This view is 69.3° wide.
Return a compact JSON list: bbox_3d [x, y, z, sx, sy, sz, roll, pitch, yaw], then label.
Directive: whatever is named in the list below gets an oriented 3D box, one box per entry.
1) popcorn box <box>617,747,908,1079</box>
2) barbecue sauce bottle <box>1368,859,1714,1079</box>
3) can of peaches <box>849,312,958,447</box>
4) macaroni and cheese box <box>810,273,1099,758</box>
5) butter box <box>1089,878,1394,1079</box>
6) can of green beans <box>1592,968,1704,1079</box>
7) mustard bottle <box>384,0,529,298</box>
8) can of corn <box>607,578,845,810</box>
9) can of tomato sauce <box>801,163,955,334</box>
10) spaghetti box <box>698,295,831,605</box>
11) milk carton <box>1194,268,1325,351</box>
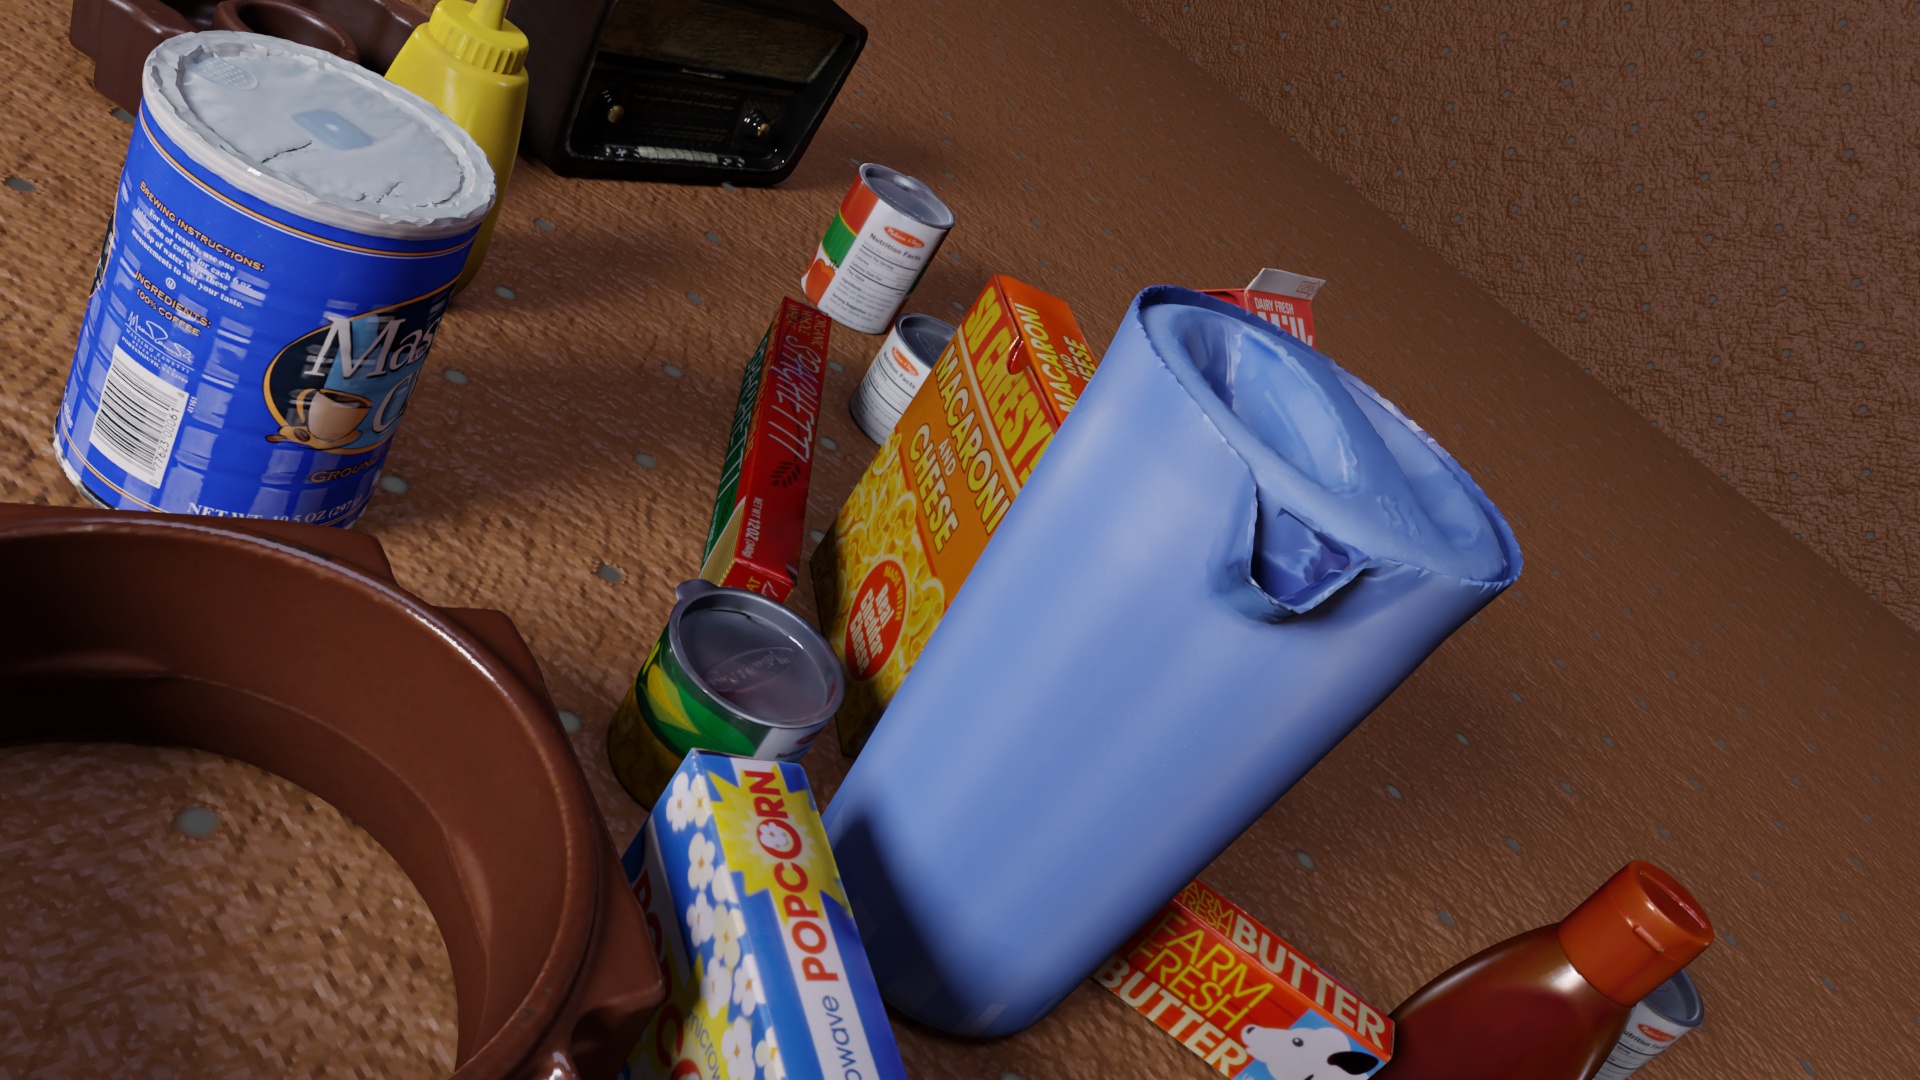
[{"bbox_3d":[-0.061,0.132,0.373,0.038,0.085,0.127,12,35,-35],"label":"popcorn box"},{"bbox_3d":[0.213,0.180,0.521,0.065,0.148,0.044,43,29,16],"label":"barbecue sauce bottle"},{"bbox_3d":[-0.019,-0.084,0.776,0.071,0.057,0.071,26,29,-16],"label":"can of peaches"},{"bbox_3d":[-0.002,-0.008,0.564,0.040,0.165,0.124,19,32,-27],"label":"macaroni and cheese box"},{"bbox_3d":[0.104,0.171,0.520,0.103,0.053,0.024,36,28,3],"label":"butter box"},{"bbox_3d":[0.301,0.215,0.655,0.071,0.057,0.071,26,29,-16],"label":"can of green beans"},{"bbox_3d":[-0.222,-0.179,0.602,0.065,0.159,0.049,41,29,12],"label":"mustard bottle"},{"bbox_3d":[-0.085,0.058,0.490,0.071,0.058,0.071,26,29,-16],"label":"can of corn"},{"bbox_3d":[-0.052,-0.181,0.864,0.071,0.082,0.071,26,29,-16],"label":"can of tomato sauce"},{"bbox_3d":[-0.089,-0.039,0.642,0.028,0.050,0.251,25,30,-17],"label":"spaghetti box"},{"bbox_3d":[0.127,-0.071,0.771,0.072,0.189,0.073,-4,47,-50],"label":"milk carton"}]
